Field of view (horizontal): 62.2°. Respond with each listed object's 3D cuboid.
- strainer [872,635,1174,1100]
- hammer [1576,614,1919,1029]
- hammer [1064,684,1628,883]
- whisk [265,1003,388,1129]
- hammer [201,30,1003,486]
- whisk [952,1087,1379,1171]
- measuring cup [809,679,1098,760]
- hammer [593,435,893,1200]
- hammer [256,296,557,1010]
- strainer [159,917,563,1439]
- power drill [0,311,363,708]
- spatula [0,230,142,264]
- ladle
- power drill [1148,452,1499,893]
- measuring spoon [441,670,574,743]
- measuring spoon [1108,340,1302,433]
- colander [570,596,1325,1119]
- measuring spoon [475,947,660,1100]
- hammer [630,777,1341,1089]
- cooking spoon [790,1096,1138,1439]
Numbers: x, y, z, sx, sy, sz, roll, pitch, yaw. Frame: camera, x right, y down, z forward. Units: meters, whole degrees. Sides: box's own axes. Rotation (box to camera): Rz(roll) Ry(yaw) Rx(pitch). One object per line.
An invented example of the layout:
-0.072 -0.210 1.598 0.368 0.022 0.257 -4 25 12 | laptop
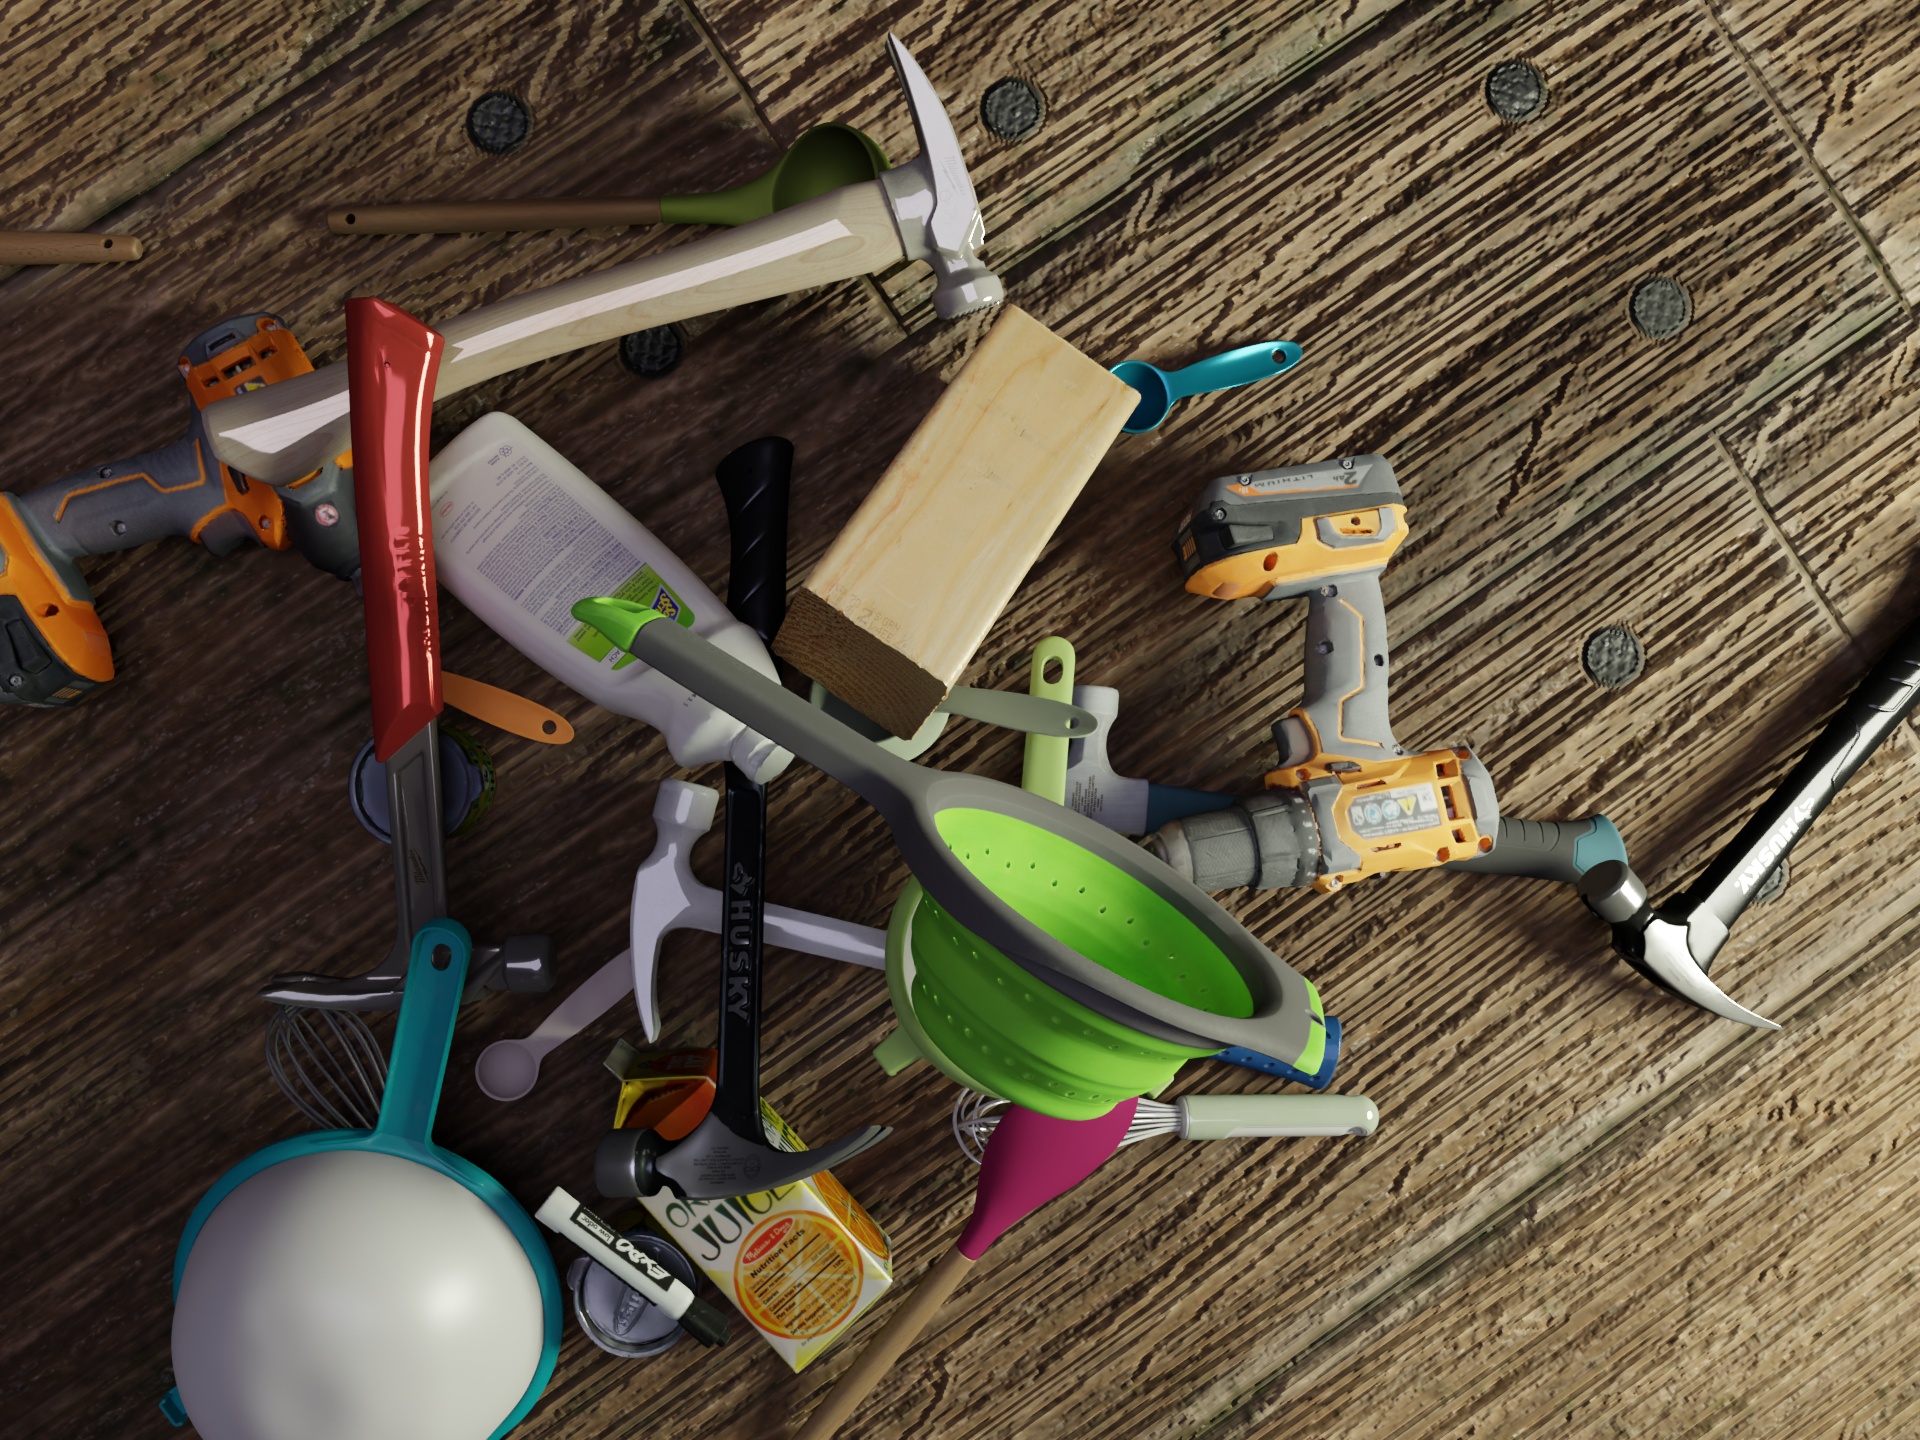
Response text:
0.043 0.082 0.862 0.151 0.069 0.257 3 67 6 | strainer
0.505 0.027 0.916 0.146 0.035 0.335 45 83 -16 | hammer
0.218 0.060 0.910 0.331 0.033 0.128 6 88 -3 | hammer
-0.304 0.247 0.876 0.055 0.055 0.239 -34 95 -3 | whisk
-0.191 -0.223 0.824 0.410 0.038 0.146 -20 101 -4 | hammer
0.118 0.225 0.898 0.246 0.057 0.059 1 60 -7 | whisk
-0.001 -0.003 0.865 0.168 0.038 0.083 10 63 23 | measuring cup
-0.109 0.040 0.839 0.149 0.036 0.409 -4 73 15 | hammer
-0.291 -0.028 0.807 0.149 0.037 0.359 -2 100 -4 | hammer
-0.304 0.268 0.807 0.211 0.095 0.340 16 105 -3 | strainer
-0.426 -0.096 0.857 0.226 0.084 0.164 -32 91 -7 | power drill
-0.615 -0.260 0.866 0.317 0.044 0.082 -1 86 -4 | spatula
-0.195 -0.286 0.883 0.320 0.062 0.078 -2 96 0 | ladle
0.176 -0.018 0.864 0.185 0.084 0.226 -10 80 -9 | power drill
-0.273 -0.013 0.899 0.117 0.011 0.021 22 89 -6 | measuring spoon
0.137 -0.196 0.921 0.128 0.021 0.042 -17 91 -12 | measuring spoon
-0.025 0.074 0.743 0.397 0.204 0.094 31 104 5 | colander
-0.219 0.166 0.899 0.124 0.018 0.034 -40 97 -9 | measuring spoon
0.013 0.149 0.896 0.405 0.035 0.144 14 86 -3 | hammer
-0.012 0.311 0.875 0.068 0.017 0.319 34 100 -22 | cooking spoon
